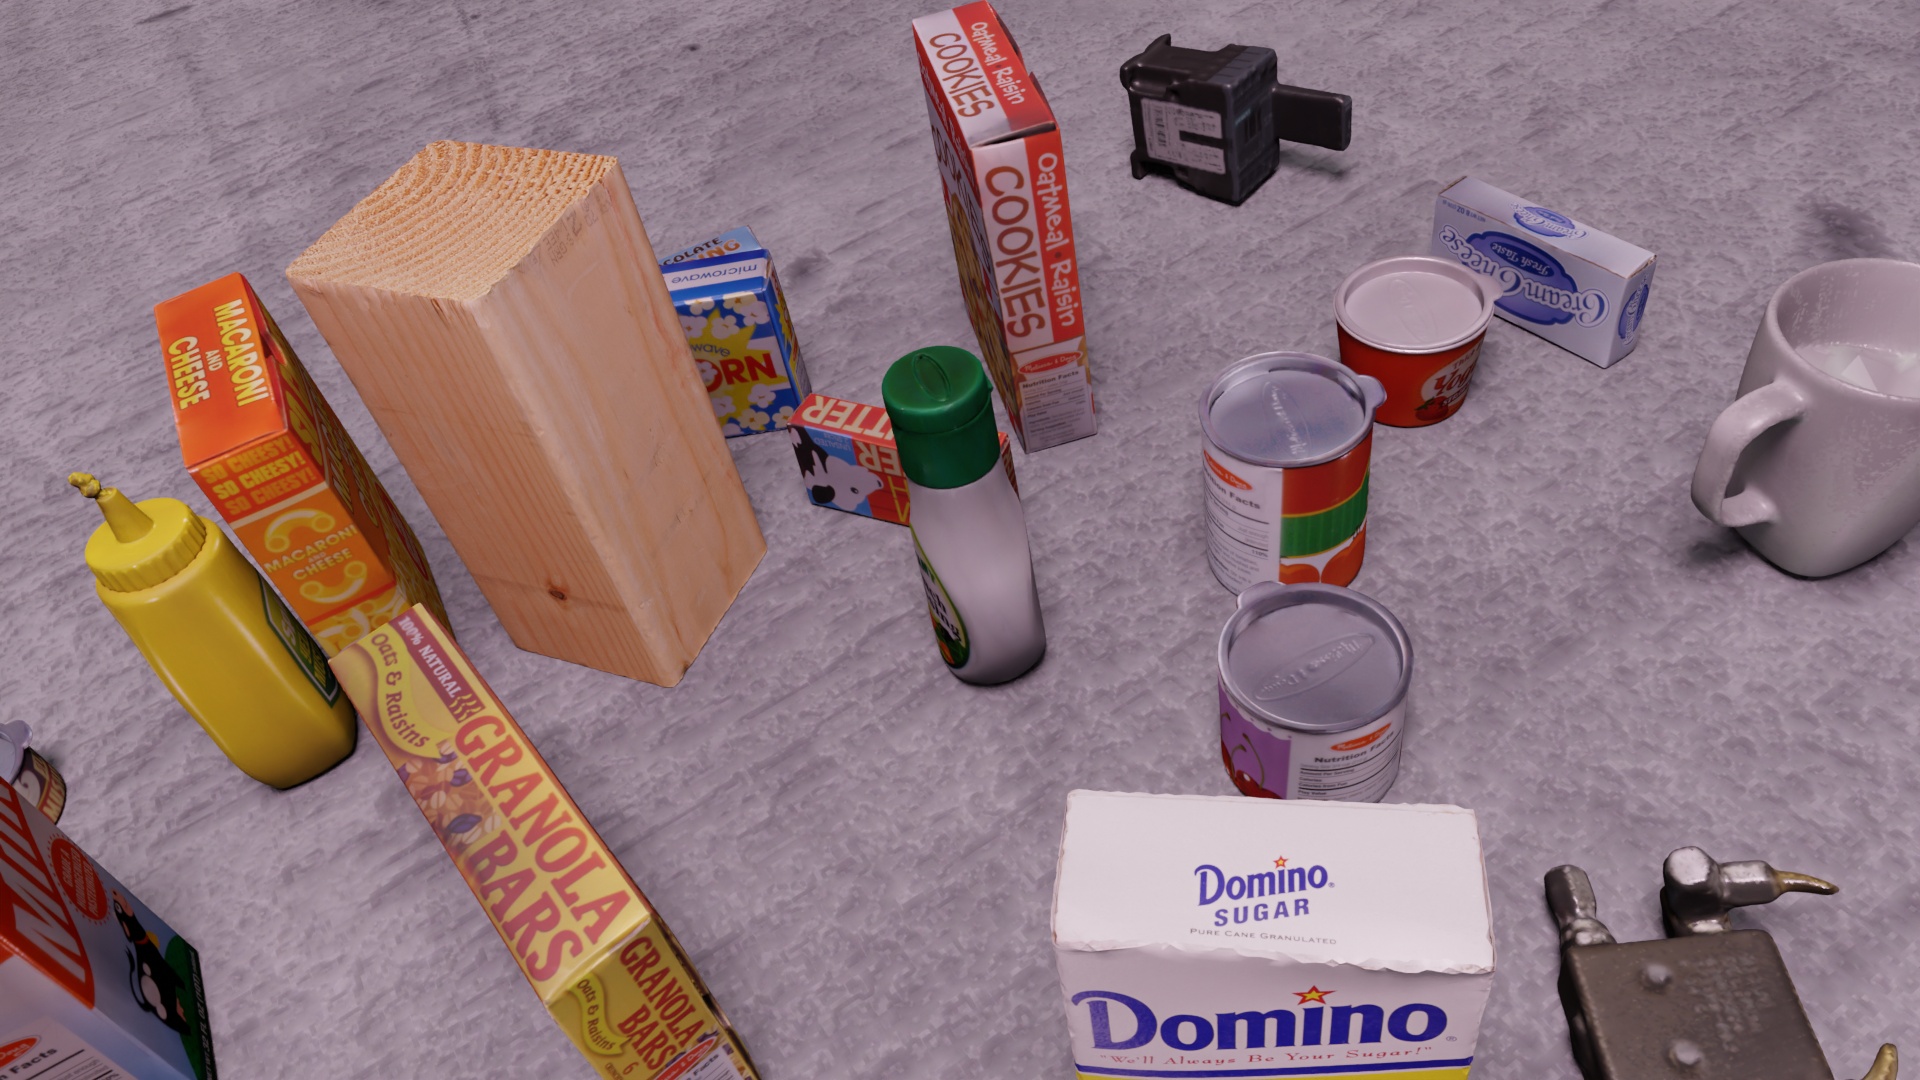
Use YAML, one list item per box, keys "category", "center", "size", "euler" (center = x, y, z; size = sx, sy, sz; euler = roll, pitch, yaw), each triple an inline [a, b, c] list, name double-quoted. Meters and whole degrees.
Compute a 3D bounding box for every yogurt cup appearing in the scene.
- category: "yogurt cup"
  center: [0.203, -0.088, 0.629]
  size: [0.072, 0.053, 0.073]
  euler: [-6, 46, 6]

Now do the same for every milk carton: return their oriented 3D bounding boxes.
- category: "milk carton"
  center: [-0.322, 0.128, 0.436]
  size: [0.073, 0.189, 0.072]
  euler: [-27, 47, -14]

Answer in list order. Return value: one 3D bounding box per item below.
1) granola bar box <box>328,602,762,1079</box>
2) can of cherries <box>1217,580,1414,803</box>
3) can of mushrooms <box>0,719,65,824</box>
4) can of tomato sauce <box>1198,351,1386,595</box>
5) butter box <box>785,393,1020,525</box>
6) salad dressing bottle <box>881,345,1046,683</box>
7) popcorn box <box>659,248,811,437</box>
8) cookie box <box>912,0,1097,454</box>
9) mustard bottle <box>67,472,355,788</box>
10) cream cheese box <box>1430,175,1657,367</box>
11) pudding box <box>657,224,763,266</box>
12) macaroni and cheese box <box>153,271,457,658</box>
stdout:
- category: "granola bar box"
  center: [-0.136, 0.111, 0.459]
  size: [0.039, 0.123, 0.166]
  euler: [-35, 49, -21]
- category: "can of cherries"
  center: [0.126, 0.057, 0.502]
  size: [0.071, 0.058, 0.072]
  euler: [-6, 46, 6]
- category: "can of mushrooms"
  center: [-0.416, 0.110, 0.584]
  size: [0.071, 0.033, 0.071]
  euler: [-6, 46, 6]
- category: "can of tomato sauce"
  center: [0.133, -0.024, 0.561]
  size: [0.071, 0.082, 0.071]
  euler: [-6, 46, 6]
- category: "butter box"
  center: [-0.024, -0.031, 0.623]
  size: [0.103, 0.052, 0.024]
  euler: [13, 51, 24]
- category: "salad dressing bottle"
  center: [0.002, -0.007, 0.527]
  size: [0.044, 0.147, 0.064]
  euler: [-20, 46, -7]
- category: "popcorn box"
  center: [-0.144, -0.090, 0.683]
  size: [0.127, 0.084, 0.038]
  euler: [-9, 45, 4]
- category: "cookie box"
  center: [0.022, -0.143, 0.641]
  size: [0.040, 0.166, 0.123]
  euler: [-16, 45, -3]
- category: "mustard bottle"
  center: [-0.295, 0.031, 0.545]
  size: [0.049, 0.159, 0.065]
  euler: [-28, 47, -15]
- category: "cream cheese box"
  center: [0.270, -0.127, 0.652]
  size: [0.024, 0.053, 0.104]
  euler: [-34, 49, -19]
- category: "pudding box"
  center: [-0.142, -0.130, 0.746]
  size: [0.084, 0.049, 0.030]
  euler: [-25, 46, -12]
- category: "macaroni and cheese box"
  center: [-0.264, -0.011, 0.576]
  size: [0.040, 0.165, 0.124]
  euler: [-27, 47, -14]
